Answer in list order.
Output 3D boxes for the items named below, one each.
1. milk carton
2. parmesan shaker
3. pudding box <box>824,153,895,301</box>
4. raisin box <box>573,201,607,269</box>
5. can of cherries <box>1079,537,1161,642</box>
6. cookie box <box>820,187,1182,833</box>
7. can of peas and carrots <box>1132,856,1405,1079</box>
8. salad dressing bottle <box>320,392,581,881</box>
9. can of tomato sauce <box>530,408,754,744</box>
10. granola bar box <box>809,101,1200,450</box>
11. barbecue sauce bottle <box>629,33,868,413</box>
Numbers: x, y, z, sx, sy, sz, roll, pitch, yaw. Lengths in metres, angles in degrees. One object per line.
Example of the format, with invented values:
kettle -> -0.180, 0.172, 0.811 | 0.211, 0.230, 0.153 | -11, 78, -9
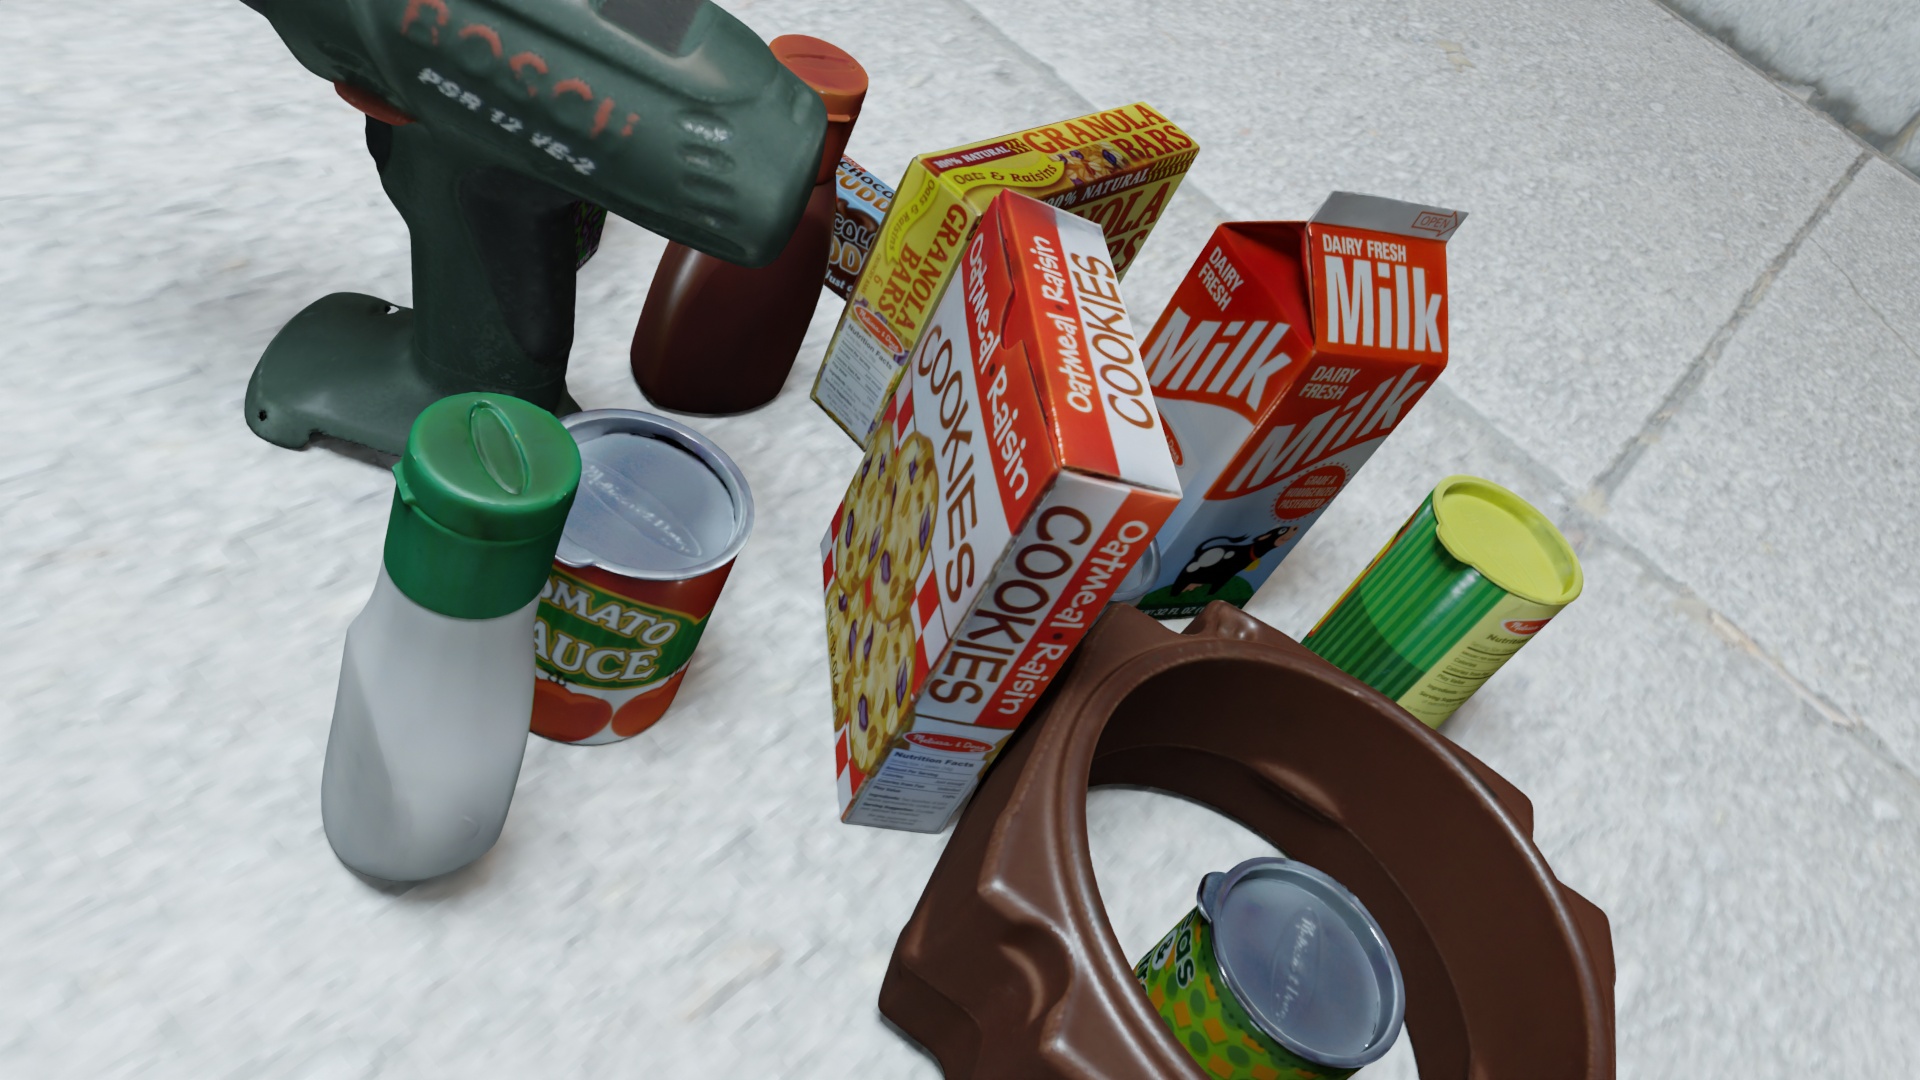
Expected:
milk carton -> 0.116, -0.056, 0.541 | 0.072, 0.189, 0.074 | -1, 50, -32
parmesan shaker -> 0.187, 0.032, 0.562 | 0.071, 0.102, 0.072 | 17, 42, -16
pudding box -> -0.043, -0.137, 0.637 | 0.084, 0.049, 0.030 | 38, 41, 9
raisin box -> -0.159, -0.149, 0.523 | 0.040, 0.122, 0.086 | 28, 40, -3
can of cherries -> 0.031, 0.013, 0.522 | 0.071, 0.058, 0.072 | 17, 42, -16
cookie box -> 0.002, -0.006, 0.439 | 0.040, 0.166, 0.123 | 12, 44, -21
can of peas and carrots -> 0.089, 0.140, 0.427 | 0.071, 0.058, 0.071 | 17, 42, -16
salad dressing bottle -> -0.127, 0.028, 0.343 | 0.044, 0.146, 0.064 | -6, 52, -36
can of tomato sauce -> -0.107, 0.013, 0.420 | 0.071, 0.082, 0.071 | 17, 42, -16
granola bar box -> 0.020, -0.118, 0.598 | 0.039, 0.123, 0.166 | 44, 42, 15
barbecue sauce bottle -> -0.076, -0.113, 0.517 | 0.065, 0.147, 0.044 | -9, 54, -37
